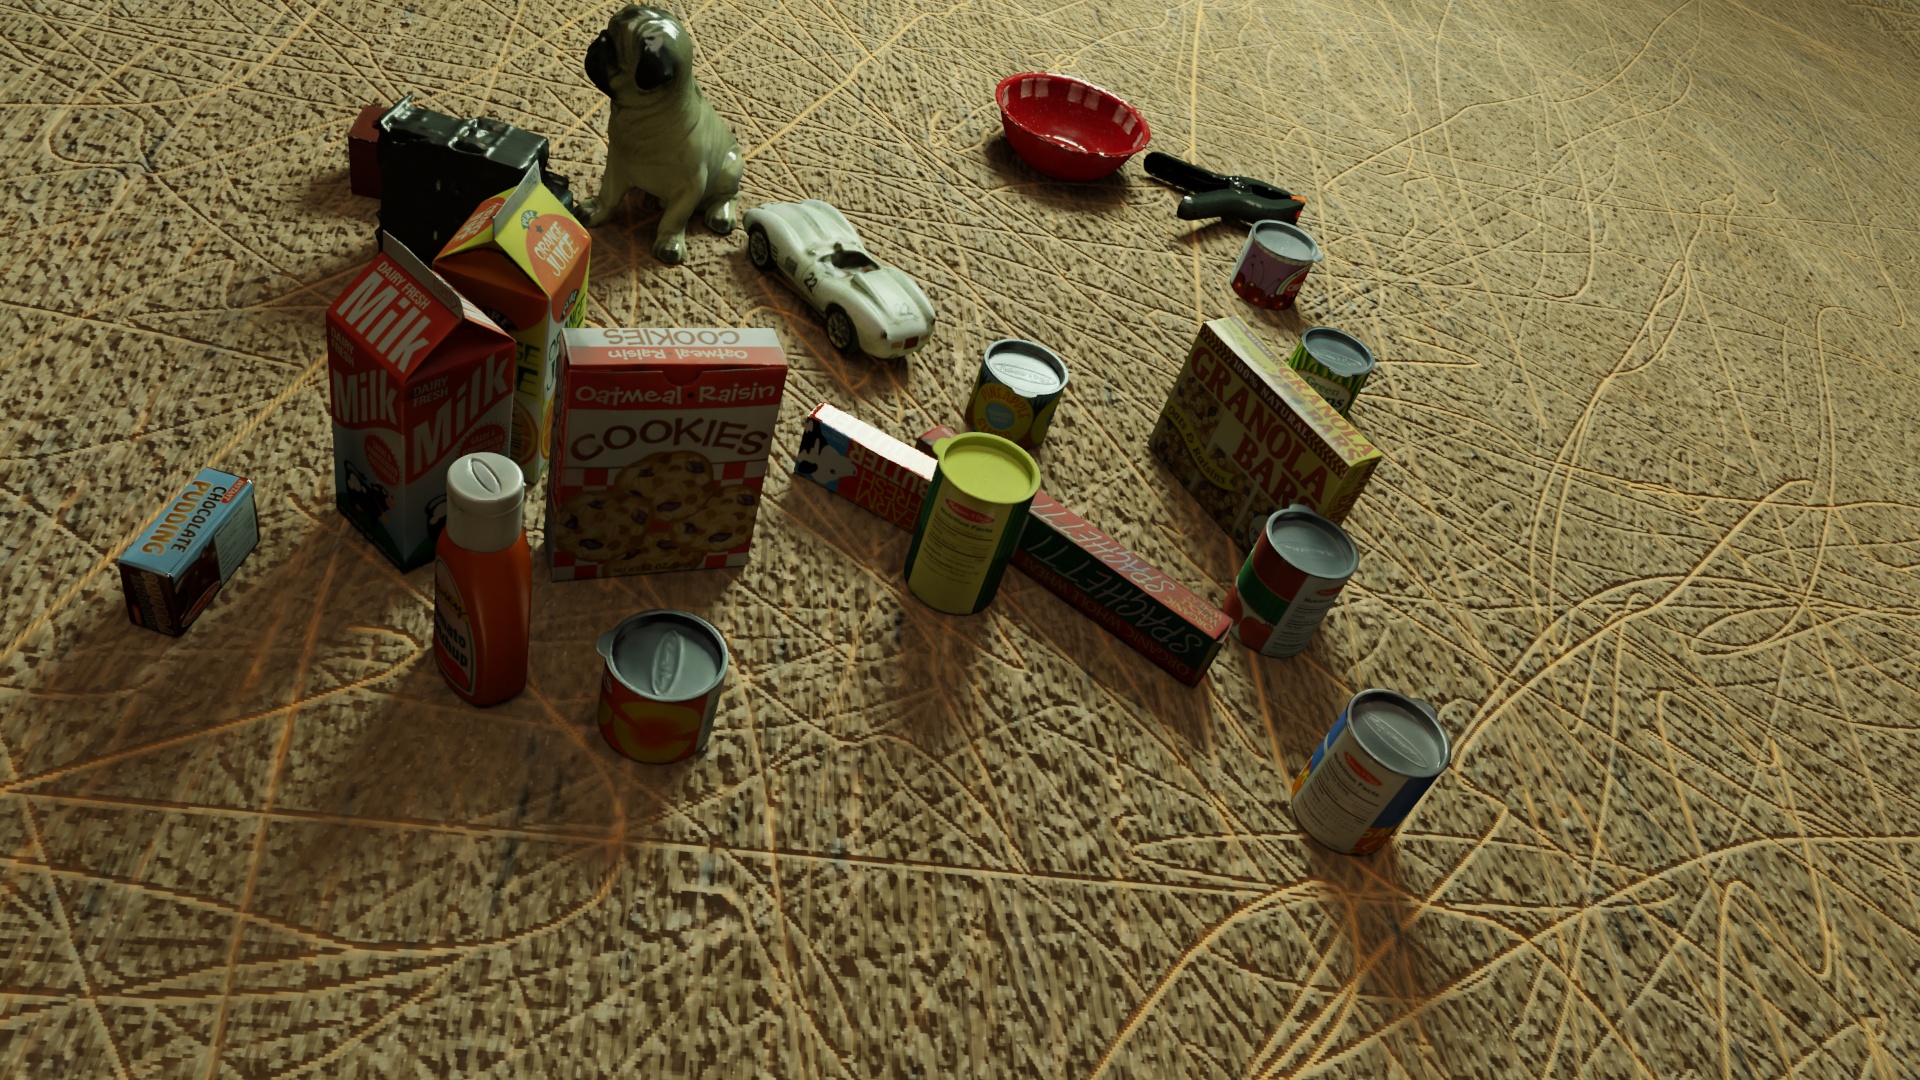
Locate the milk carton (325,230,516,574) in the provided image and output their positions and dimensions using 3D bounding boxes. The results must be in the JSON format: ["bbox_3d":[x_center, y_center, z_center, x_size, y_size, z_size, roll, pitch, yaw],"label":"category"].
[{"bbox_3d":[-0.306,-0.079,0.789,0.072,0.189,0.074,38,45,20],"label":"milk carton"}]

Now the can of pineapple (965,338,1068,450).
[{"bbox_3d":[0.041,-0.109,1.052,0.071,0.057,0.071,11,42,-10],"label":"can of pineapple"}]

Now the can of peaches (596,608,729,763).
[{"bbox_3d":[-0.168,0.081,0.771,0.071,0.057,0.071,11,42,-10],"label":"can of peaches"}]

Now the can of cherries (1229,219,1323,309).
[{"bbox_3d":[0.296,-0.257,1.306,0.071,0.058,0.072,11,42,-10],"label":"can of cherries"}]

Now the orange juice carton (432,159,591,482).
[{"bbox_3d":[-0.278,-0.135,0.857,0.073,0.191,0.072,17,42,-3],"label":"orange juice carton"}]

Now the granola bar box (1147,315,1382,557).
[{"bbox_3d":[0.220,-0.067,1.025,0.039,0.123,0.166,-14,51,-32],"label":"granola bar box"}]

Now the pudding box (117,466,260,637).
[{"bbox_3d":[-0.420,0.005,0.761,0.030,0.049,0.084,17,42,-3],"label":"pudding box"}]

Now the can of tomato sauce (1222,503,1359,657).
[{"bbox_3d":[0.225,0.028,0.957,0.071,0.082,0.071,11,42,-10],"label":"can of tomato sauce"}]

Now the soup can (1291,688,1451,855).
[{"bbox_3d":[0.250,0.141,0.846,0.071,0.083,0.072,11,42,-10],"label":"soup can"}]

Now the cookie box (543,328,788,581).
[{"bbox_3d":[-0.177,-0.049,0.823,0.123,0.166,0.040,-4,47,-25],"label":"cookie box"}]

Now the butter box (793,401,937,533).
[{"bbox_3d":[-0.061,-0.049,0.952,0.103,0.052,0.024,28,42,9],"label":"butter box"}]

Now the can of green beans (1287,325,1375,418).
[{"bbox_3d":[0.311,-0.141,1.188,0.071,0.057,0.071,11,42,-10],"label":"can of green beans"}]

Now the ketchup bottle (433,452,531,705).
[{"bbox_3d":[-0.253,0.019,0.736,0.044,0.148,0.065,-22,56,-37],"label":"ketchup bottle"}]

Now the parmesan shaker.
[{"bbox_3d":[0.003,-0.011,0.899,0.071,0.102,0.072,11,42,-10],"label":"parmesan shaker"}]

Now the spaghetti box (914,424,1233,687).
[{"bbox_3d":[0.070,0.008,0.943,0.250,0.049,0.029,35,44,16],"label":"spaghetti box"}]
